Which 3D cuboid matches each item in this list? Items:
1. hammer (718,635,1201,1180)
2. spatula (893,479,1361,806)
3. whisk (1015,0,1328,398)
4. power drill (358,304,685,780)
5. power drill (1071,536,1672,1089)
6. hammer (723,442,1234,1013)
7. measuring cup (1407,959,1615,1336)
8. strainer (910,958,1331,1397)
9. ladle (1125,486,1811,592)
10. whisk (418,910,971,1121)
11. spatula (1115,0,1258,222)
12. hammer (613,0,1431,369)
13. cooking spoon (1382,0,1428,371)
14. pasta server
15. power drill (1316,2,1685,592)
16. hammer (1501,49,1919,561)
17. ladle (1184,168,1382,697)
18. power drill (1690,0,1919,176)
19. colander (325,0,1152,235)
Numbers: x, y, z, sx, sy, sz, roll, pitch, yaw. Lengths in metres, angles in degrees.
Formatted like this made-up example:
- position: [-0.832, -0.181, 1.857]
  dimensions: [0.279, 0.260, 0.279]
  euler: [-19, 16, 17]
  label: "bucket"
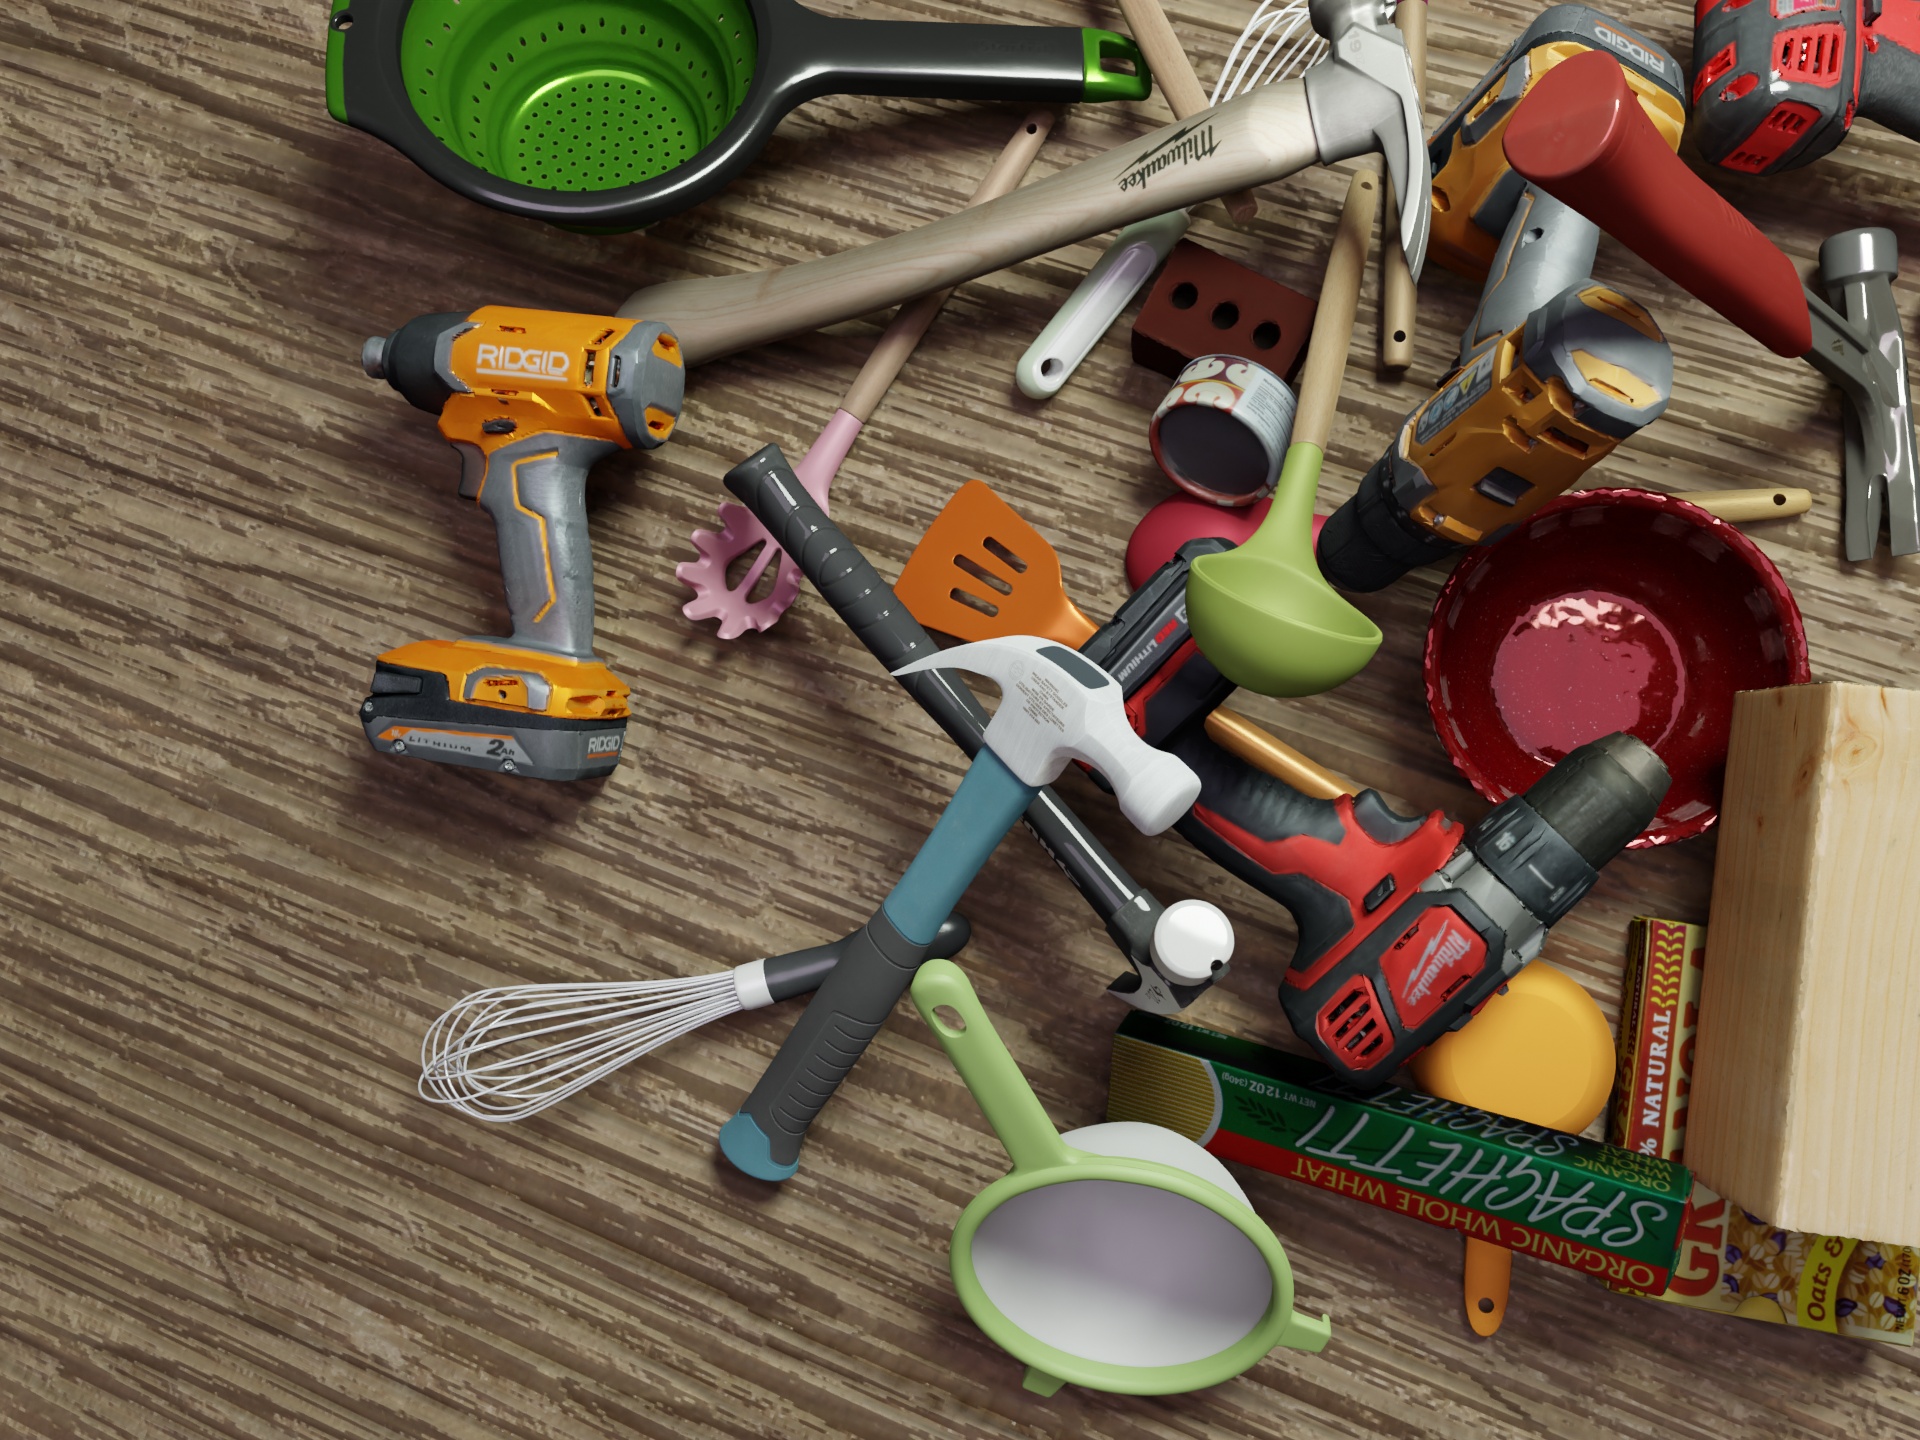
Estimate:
- position: [-0.028, 0.098, 0.695]
  dimensions: [0.128, 0.033, 0.331]
  euler: [48, 125, 23]
  label: "hammer"
- position: [0.112, -0.007, 0.771]
  dimensions: [0.322, 0.041, 0.081]
  euler: [33, 91, 7]
  label: "spatula"
- position: [0.110, -0.258, 0.784]
  dimensions: [0.057, 0.059, 0.246]
  euler: [36, 97, -28]
  label: "whisk"
- position: [-0.233, -0.093, 0.796]
  dimensions: [0.164, 0.084, 0.226]
  euler: [9, 93, 12]
  label: "power drill"
- position: [0.165, 0.021, 0.687]
  dimensions: [0.188, 0.080, 0.227]
  euler: [-45, 78, 11]
  label: "power drill"
- position: [-0.001, -0.002, 0.733]
  dimensions: [0.035, 0.146, 0.335]
  euler: [-38, 75, -11]
  label: "hammer"
- position: [0.243, 0.191, 0.711]
  dimensions: [0.095, 0.052, 0.174]
  euler: [5, 83, 10]
  label: "measuring cup"
- position: [0.050, 0.189, 0.700]
  dimensions: [0.151, 0.069, 0.256]
  euler: [-20, 115, 22]
  label: "strainer"
- position: [0.236, -0.091, 0.756]
  dimensions: [0.315, 0.031, 0.069]
  euler: [-4, 80, 8]
  label: "ladle"
- position: [-0.132, 0.138, 0.785]
  dimensions: [0.284, 0.070, 0.070]
  euler: [-16, 82, 3]
  label: "whisk"
- position: [0.081, -0.374, 0.790]
  dimensions: [0.060, 0.018, 0.316]
  euler: [-22, 70, 6]
  label: "spatula"
- position: [0.010, -0.220, 0.754]
  dimensions: [0.410, 0.038, 0.146]
  euler: [-12, 72, 22]
  label: "hammer"
- position: [0.222, -0.328, 0.784]
  dimensions: [0.069, 0.017, 0.319]
  euler: [3, 84, 11]
  label: "cooking spoon"
- position: [-0.041, -0.178, 0.806]
  dimensions: [0.060, 0.040, 0.316]
  euler: [33, 89, 2]
  label: "pasta server"
- position: [0.229, -0.172, 0.695]
  dimensions: [0.084, 0.185, 0.226]
  euler: [23, 62, -12]
  label: "power drill"
- position: [0.301, -0.157, 0.603]
  dimensions: [0.037, 0.358, 0.149]
  euler: [-6, 82, 43]
  label: "hammer"
- position: [0.156, -0.140, 0.677]
  dimensions: [0.078, 0.062, 0.320]
  euler: [20, 58, -2]
  label: "ladle"
- position: [0.423, -0.291, 0.682]
  dimensions: [0.219, 0.078, 0.143]
  euler: [10, 74, -5]
  label: "power drill"
- position: [-0.105, -0.315, 0.809]
  dimensions: [0.397, 0.094, 0.205]
  euler: [1, 72, -4]
  label: "colander"
